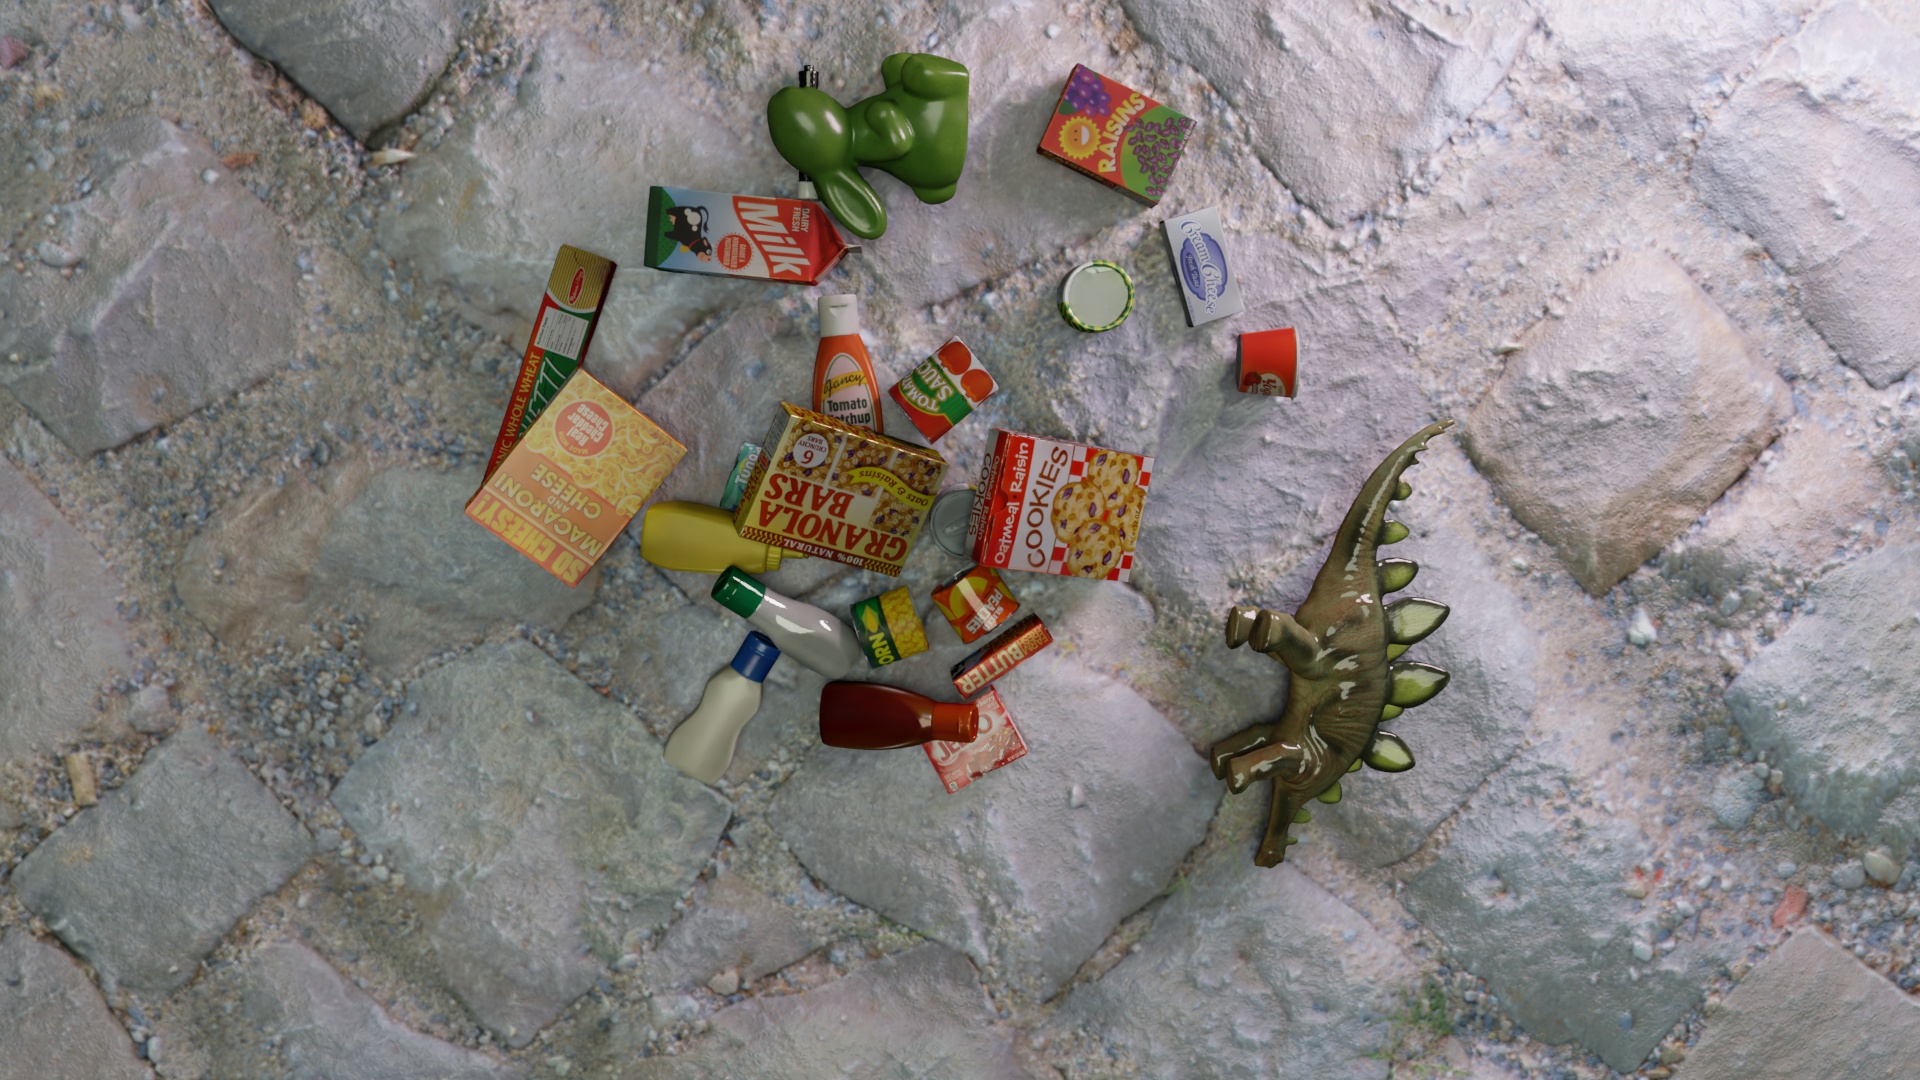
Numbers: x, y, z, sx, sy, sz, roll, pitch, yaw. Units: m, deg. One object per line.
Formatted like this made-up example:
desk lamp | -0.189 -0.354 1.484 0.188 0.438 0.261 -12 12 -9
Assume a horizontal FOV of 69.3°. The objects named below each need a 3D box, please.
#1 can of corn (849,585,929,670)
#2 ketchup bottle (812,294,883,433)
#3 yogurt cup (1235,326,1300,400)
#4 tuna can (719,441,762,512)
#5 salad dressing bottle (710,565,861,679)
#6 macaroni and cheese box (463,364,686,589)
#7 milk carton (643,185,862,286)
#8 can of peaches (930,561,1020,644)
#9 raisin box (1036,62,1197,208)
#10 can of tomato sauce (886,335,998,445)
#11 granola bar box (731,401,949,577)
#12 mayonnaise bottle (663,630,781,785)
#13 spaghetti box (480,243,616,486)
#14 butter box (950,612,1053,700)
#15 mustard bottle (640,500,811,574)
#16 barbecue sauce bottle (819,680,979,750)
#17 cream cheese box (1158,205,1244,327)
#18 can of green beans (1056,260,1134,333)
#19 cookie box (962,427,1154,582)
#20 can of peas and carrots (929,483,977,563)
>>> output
can of corn | -0.067 0.084 1.315 0.058 0.071 0.071 -20 98 0
ketchup bottle | -0.109 -0.154 1.298 0.065 0.043 0.148 -6 97 -6
yogurt cup | 0.288 -0.167 1.302 0.054 0.072 0.072 0 97 6
tuna can | -0.197 -0.057 1.292 0.033 0.071 0.071 21 96 -6
salad dressing bottle | -0.163 0.076 1.303 0.147 0.044 0.064 35 135 -22
macaroni and cheese box | -0.354 -0.058 1.281 0.123 0.040 0.166 39 88 -20
milk carton | -0.184 -0.274 1.265 0.191 0.072 0.073 5 97 -3
can of peaches | 0.014 0.056 1.315 0.071 0.071 0.058 -34 96 2
raisin box | 0.143 -0.373 1.283 0.123 0.040 0.086 24 96 -6
can of tomato sauce | -0.017 -0.140 1.290 0.083 0.071 0.071 -39 97 2
granola bar box | -0.110 -0.044 1.272 0.165 0.039 0.124 16 107 -30
mayonnaise bottle | -0.224 0.158 1.334 0.065 0.041 0.148 31 94 -7
spaghetti box | -0.385 -0.150 1.294 0.050 0.029 0.249 20 96 -5
butter box | 0.038 0.110 1.331 0.103 0.053 0.024 -34 99 2
mustard bottle | -0.217 0.003 1.310 0.160 0.049 0.065 10 103 -4
barbecue sauce bottle | -0.058 0.169 1.319 0.148 0.044 0.064 2 95 15
cream cheese box | 0.227 -0.258 1.308 0.053 0.024 0.103 -18 98 -1
can of green beans | 0.125 -0.226 1.290 0.071 0.058 0.071 0 97 -2
cookie box | 0.093 -0.031 1.286 0.168 0.040 0.122 7 98 -31
can of peas and carrots | 0.005 -0.016 1.311 0.071 0.059 0.071 0 98 -3
